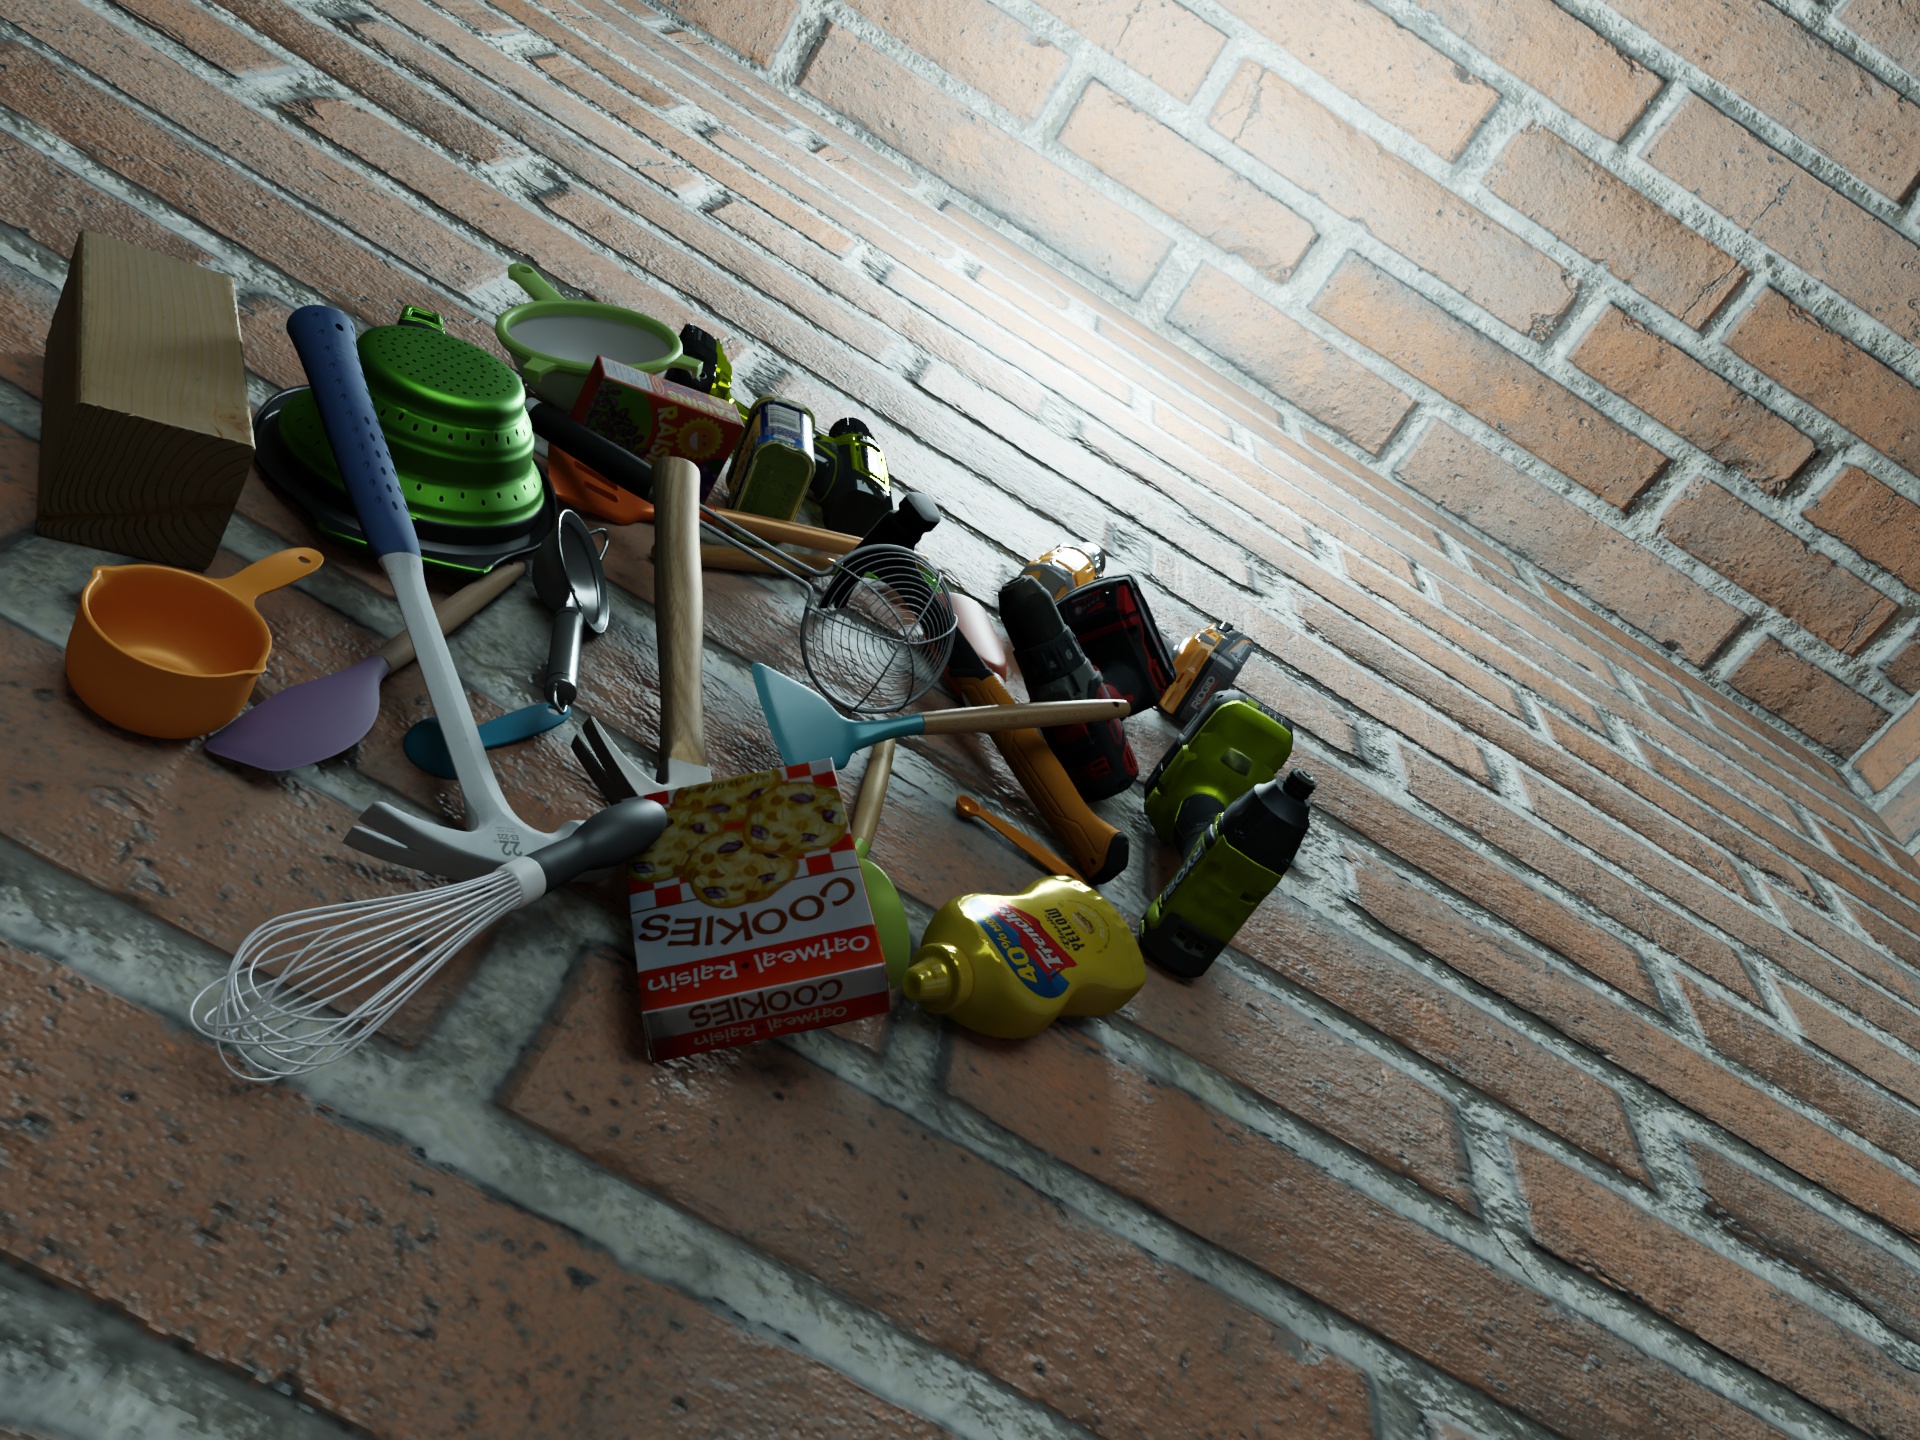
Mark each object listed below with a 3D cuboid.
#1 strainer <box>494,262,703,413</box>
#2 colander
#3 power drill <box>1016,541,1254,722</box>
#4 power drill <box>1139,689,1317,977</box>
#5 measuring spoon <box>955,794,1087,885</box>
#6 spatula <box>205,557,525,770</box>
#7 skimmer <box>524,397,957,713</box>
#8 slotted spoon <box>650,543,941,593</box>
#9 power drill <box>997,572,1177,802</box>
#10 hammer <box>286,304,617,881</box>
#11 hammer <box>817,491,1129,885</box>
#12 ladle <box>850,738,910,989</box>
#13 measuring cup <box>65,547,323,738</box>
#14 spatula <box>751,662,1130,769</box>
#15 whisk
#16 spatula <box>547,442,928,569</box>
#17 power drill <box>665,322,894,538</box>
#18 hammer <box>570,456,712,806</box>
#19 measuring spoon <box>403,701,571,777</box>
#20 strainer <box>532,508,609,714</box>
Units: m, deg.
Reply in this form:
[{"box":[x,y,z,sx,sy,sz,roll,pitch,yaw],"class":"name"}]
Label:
[{"box":[-0.338,-0.320,1.358,0.151,0.069,0.257,-10,37,-32],"class":"strainer"},{"box":[-0.377,-0.246,1.128,0.204,0.094,0.398,14,30,-26],"class":"colander"},{"box":[0.172,-0.099,1.561,0.226,0.084,0.185,33,24,7],"class":"power drill"},{"box":[0.201,0.071,1.192,0.080,0.171,0.223,31,22,-7],"class":"power drill"},{"box":[0.043,0.091,1.155,0.117,0.011,0.021,35,25,-6],"class":"measuring spoon"},{"box":[-0.326,-0.040,0.931,0.060,0.018,0.316,17,26,3],"class":"spatula"},{"box":[-0.170,-0.134,1.193,0.363,0.127,0.090,31,-5,7],"class":"skimmer"},{"box":[-0.125,-0.128,1.315,0.313,0.031,0.070,0,39,-48],"class":"slotted spoon"},{"box":[0.101,-0.054,1.320,0.187,0.080,0.227,64,23,-13],"class":"power drill"},{"box":[-0.318,-0.083,0.897,0.144,0.035,0.406,7,48,-50],"class":"hammer"},{"box":[0.016,-0.012,1.223,0.034,0.127,0.337,-5,56,-56],"class":"hammer"},{"box":[-0.051,0.071,1.025,0.062,0.078,0.320,5,22,1],"class":"ladle"},{"box":[-0.390,-0.047,0.832,0.095,0.052,0.174,32,23,-4],"class":"measuring cup"},{"box":[-0.002,-0.004,1.116,0.317,0.044,0.082,-5,59,-33],"class":"spatula"},{"box":[-0.232,0.088,0.750,0.070,0.070,0.284,40,30,12],"class":"whisk"},{"box":[-0.171,-0.164,1.267,0.322,0.041,0.081,10,50,-23],"class":"spatula"},{"box":[-0.166,-0.264,1.448,0.228,0.080,0.191,26,27,-22],"class":"power drill"},{"box":[-0.185,-0.056,1.036,0.130,0.031,0.332,18,43,-29],"class":"hammer"},{"box":[-0.267,0.001,0.924,0.042,0.021,0.128,40,28,12],"class":"measuring spoon"},{"box":[-0.251,-0.066,1.010,0.050,0.086,0.259,-17,29,-2],"class":"strainer"}]
